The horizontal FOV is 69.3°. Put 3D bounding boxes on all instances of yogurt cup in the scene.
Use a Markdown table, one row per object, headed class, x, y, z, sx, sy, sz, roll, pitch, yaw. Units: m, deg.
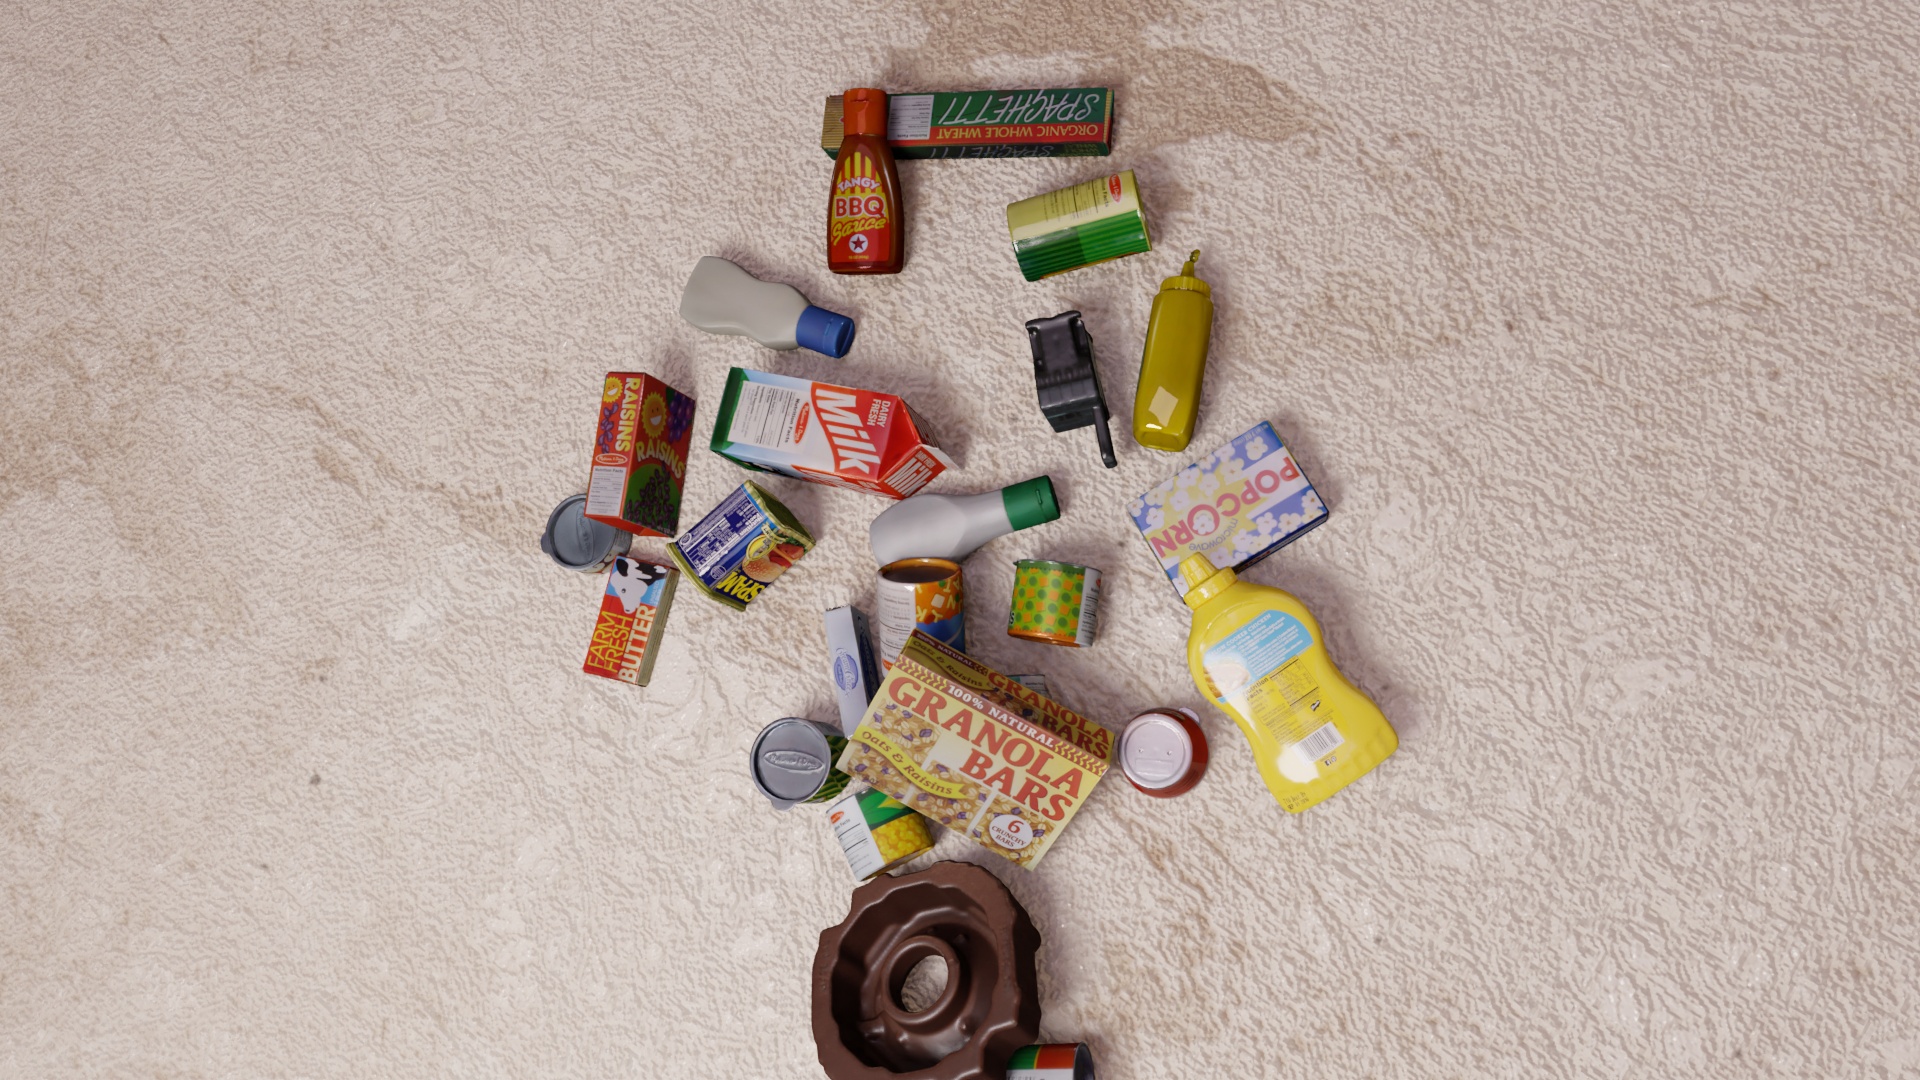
| class | x | y | z | sx | sy | sz | roll | pitch | yaw |
| --- | --- | --- | --- | --- | --- | --- | --- | --- | --- |
| yogurt cup | 0.146 | 0.155 | 1.016 | 0.072 | 0.054 | 0.072 | -3 | 79 | 15 |

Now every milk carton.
| class | x | y | z | sx | sy | sz | roll | pitch | yaw |
| --- | --- | --- | --- | --- | --- | --- | --- | --- | --- |
| milk carton | -0.096 | -0.082 | 1.118 | 0.191 | 0.072 | 0.073 | 12 | 83 | 18 |

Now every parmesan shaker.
| class | x | y | z | sx | sy | sz | roll | pitch | yaw |
| --- | --- | --- | --- | --- | --- | --- | --- | --- | --- |
| parmesan shaker | 0.095 | -0.251 | 1.106 | 0.103 | 0.071 | 0.071 | -13 | 76 | 13 |

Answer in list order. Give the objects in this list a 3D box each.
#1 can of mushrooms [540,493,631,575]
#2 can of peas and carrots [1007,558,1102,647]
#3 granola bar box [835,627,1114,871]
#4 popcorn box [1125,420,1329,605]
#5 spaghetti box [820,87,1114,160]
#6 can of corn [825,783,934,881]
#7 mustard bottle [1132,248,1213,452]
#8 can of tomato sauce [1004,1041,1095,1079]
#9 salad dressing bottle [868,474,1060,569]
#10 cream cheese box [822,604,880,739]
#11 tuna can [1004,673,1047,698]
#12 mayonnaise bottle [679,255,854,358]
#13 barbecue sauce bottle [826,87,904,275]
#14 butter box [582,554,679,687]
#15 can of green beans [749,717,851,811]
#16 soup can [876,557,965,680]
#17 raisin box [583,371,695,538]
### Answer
| class | x | y | z | sx | sy | sz | roll | pitch | yaw |
| --- | --- | --- | --- | --- | --- | --- | --- | --- | --- |
| can of mushrooms | -0.318 | -0.004 | 1.182 | 0.071 | 0.033 | 0.071 | -3 | 79 | 14 |
| can of peas and carrots | 0.069 | 0.048 | 1.052 | 0.071 | 0.071 | 0.059 | 6 | 82 | 16 |
| granola bar box | 0.010 | 0.152 | 1.004 | 0.165 | 0.039 | 0.123 | 28 | 122 | -2 |
| popcorn box | 0.200 | -0.021 | 1.045 | 0.126 | 0.038 | 0.085 | -32 | 74 | 7 |
| spaghetti box | 0.005 | -0.349 | 1.167 | 0.250 | 0.028 | 0.050 | 4 | 81 | 16 |
| can of corn | -0.058 | 0.218 | 1.053 | 0.071 | 0.071 | 0.058 | -28 | 74 | 8 |
| mustard bottle | 0.166 | -0.150 | 1.069 | 0.049 | 0.065 | 0.160 | 8 | 76 | 11 |
| can of tomato sauce | 0.050 | 0.393 | 0.988 | 0.083 | 0.071 | 0.071 | -8 | 77 | 17 |
| salad dressing bottle | 0.004 | -0.014 | 1.093 | 0.147 | 0.044 | 0.064 | -16 | 81 | 10 |
| cream cheese box | -0.082 | 0.105 | 1.087 | 0.024 | 0.053 | 0.104 | -14 | 76 | 8 |
| tuna can | 0.030 | 0.121 | 1.047 | 0.071 | 0.071 | 0.033 | -8 | 78 | 13 |
| mayonnaise bottle | -0.162 | -0.192 | 1.175 | 0.148 | 0.041 | 0.065 | 21 | 87 | 17 |
| barbecue sauce bottle | -0.079 | -0.296 | 1.152 | 0.065 | 0.044 | 0.148 | 2 | 95 | 14 |
| butter box | -0.275 | 0.067 | 1.161 | 0.053 | 0.024 | 0.103 | 13 | 83 | 16 |
| can of green beans | -0.123 | 0.172 | 1.081 | 0.071 | 0.058 | 0.071 | -3 | 79 | 14 |
| soup can | -0.027 | 0.061 | 1.060 | 0.071 | 0.071 | 0.083 | 3 | 108 | 15 |
| raisin box | -0.265 | -0.070 | 1.153 | 0.040 | 0.086 | 0.123 | 4 | 80 | 20 |
